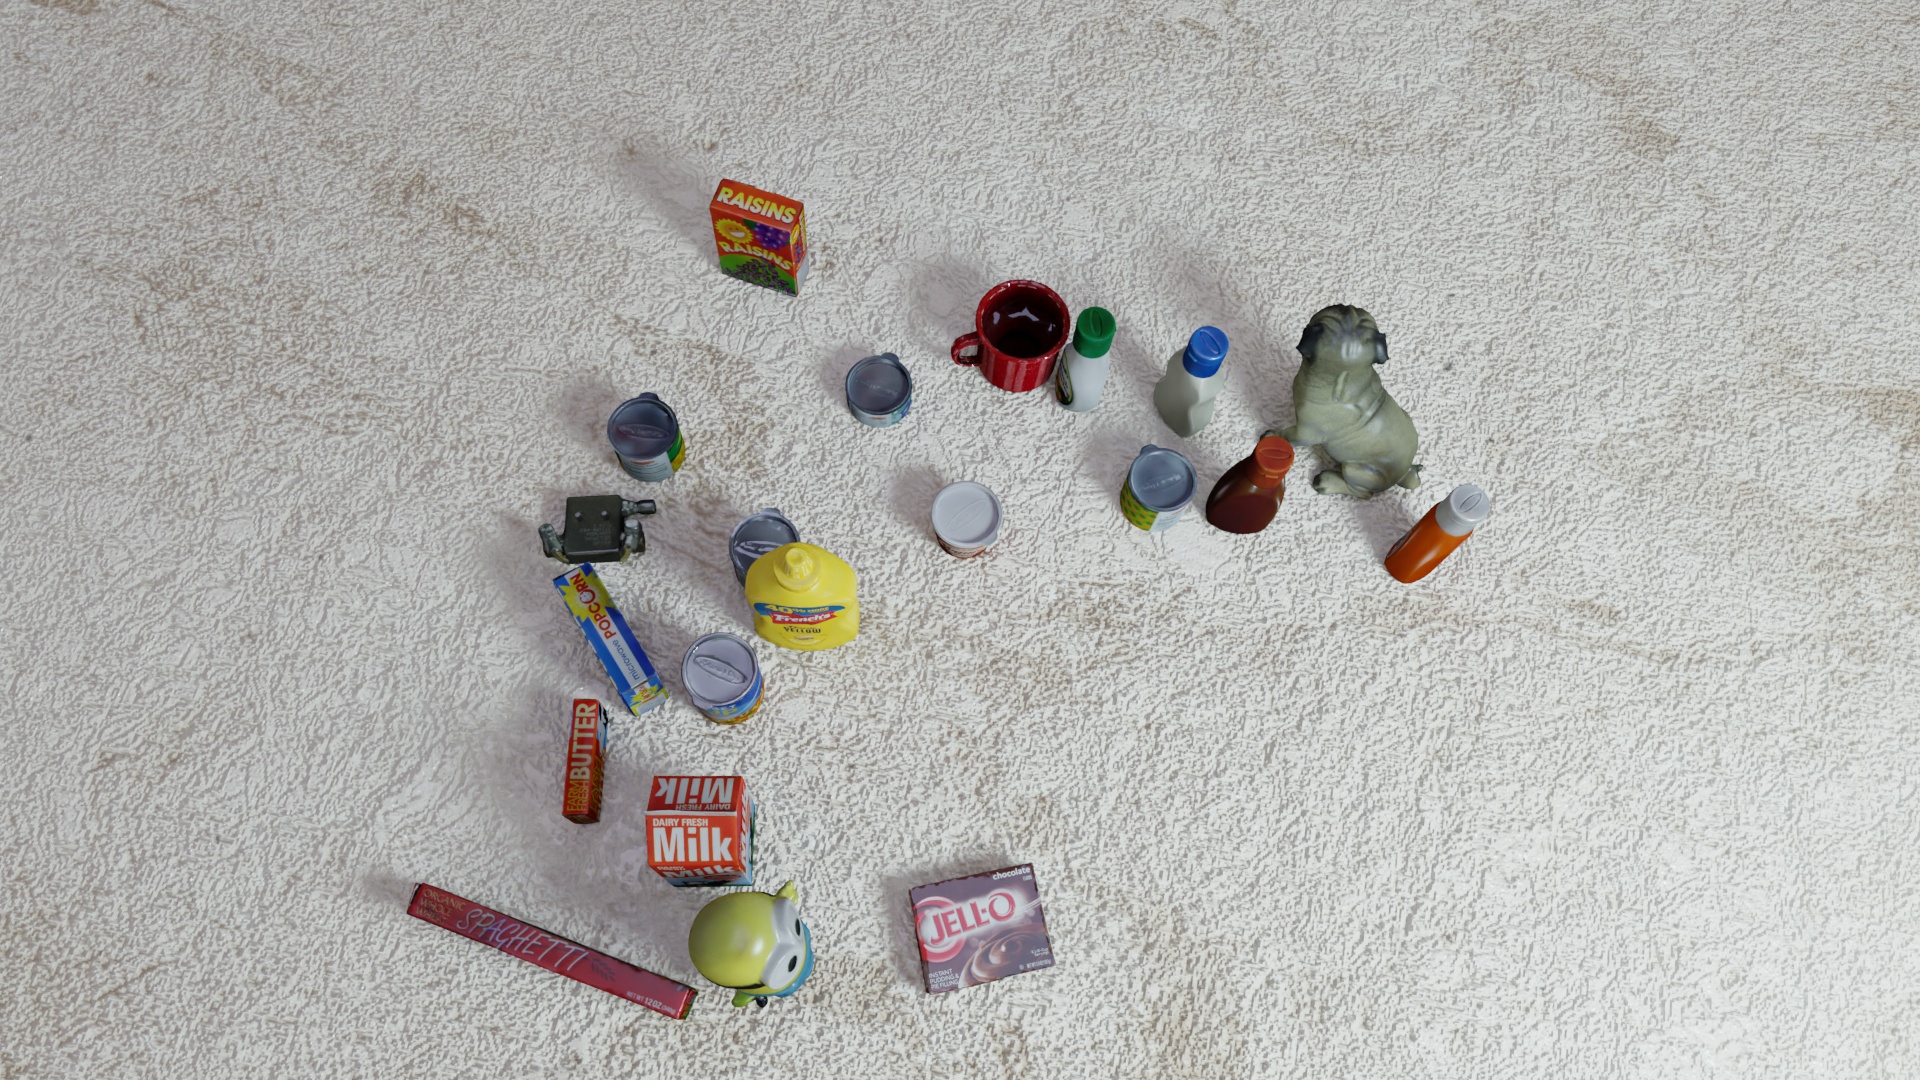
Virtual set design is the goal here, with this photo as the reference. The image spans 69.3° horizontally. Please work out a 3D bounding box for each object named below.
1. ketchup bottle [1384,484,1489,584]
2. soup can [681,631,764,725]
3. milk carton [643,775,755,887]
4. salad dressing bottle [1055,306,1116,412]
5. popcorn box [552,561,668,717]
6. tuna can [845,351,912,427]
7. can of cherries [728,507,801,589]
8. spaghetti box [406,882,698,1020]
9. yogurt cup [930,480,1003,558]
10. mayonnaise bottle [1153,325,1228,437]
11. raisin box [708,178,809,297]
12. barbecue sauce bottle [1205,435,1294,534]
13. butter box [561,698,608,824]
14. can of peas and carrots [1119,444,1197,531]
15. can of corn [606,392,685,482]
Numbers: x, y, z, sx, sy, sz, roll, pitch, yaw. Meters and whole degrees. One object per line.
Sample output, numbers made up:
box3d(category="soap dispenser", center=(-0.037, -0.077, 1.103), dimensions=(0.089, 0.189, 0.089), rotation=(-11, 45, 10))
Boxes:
box3d(category="ketchup bottle", center=(0.447, -0.008, 1.293), dimensions=(0.065, 0.148, 0.043), rotation=(-38, 76, -15))
box3d(category="soup can", center=(-0.212, 0.127, 1.238), dimensions=(0.071, 0.083, 0.071), rotation=(1, 69, -3))
box3d(category="milk carton", center=(-0.211, 0.238, 1.139), dimensions=(0.072, 0.190, 0.073), rotation=(0, 70, -3))
box3d(category="salad dressing bottle", center=(0.121, -0.174, 1.338), dimensions=(0.044, 0.147, 0.064), rotation=(-6, 70, -5))
box3d(category="popcorn box", center=(-0.312, 0.090, 1.246), dimensions=(0.038, 0.085, 0.127), rotation=(-31, 74, -13))
box3d(category="tuna can", center=(-0.080, -0.150, 1.378), dimensions=(0.071, 0.032, 0.071), rotation=(1, 69, -3))
box3d(category="can of cherries", center=(-0.179, 0.012, 1.297), dimensions=(0.071, 0.058, 0.072), rotation=(1, 69, -3))
box3d(category="spaghetti box", center=(-0.342, 0.345, 1.166), dimensions=(0.250, 0.050, 0.029), rotation=(20, 70, 4))
box3d(category="yogurt cup", center=(0.005, -0.017, 1.321), dimensions=(0.072, 0.053, 0.072), rotation=(1, 69, -3))
box3d(category="mayonnaise bottle", center=(0.225, -0.155, 1.337), dimensions=(0.041, 0.147, 0.065), rotation=(-31, 74, -14))
box3d(category="raisin box", center=(-0.197, -0.300, 1.380), dimensions=(0.086, 0.123, 0.040), rotation=(19, 70, 4))
box3d(category="barbecue sauce bottle", center=(0.275, -0.051, 1.300), dimensions=(0.065, 0.148, 0.044), rotation=(9, 69, 0))
box3d(category="butter box", center=(-0.329, 0.195, 1.222), dimensions=(0.024, 0.053, 0.104), rotation=(1, 69, -3))
box3d(category="can of peas and carrots", center=(0.189, -0.050, 1.342), dimensions=(0.071, 0.058, 0.071), rotation=(1, 69, -3))
box3d(category="can of corn", center=(-0.300, -0.098, 1.332), dimensions=(0.071, 0.058, 0.071), rotation=(1, 69, -3))
